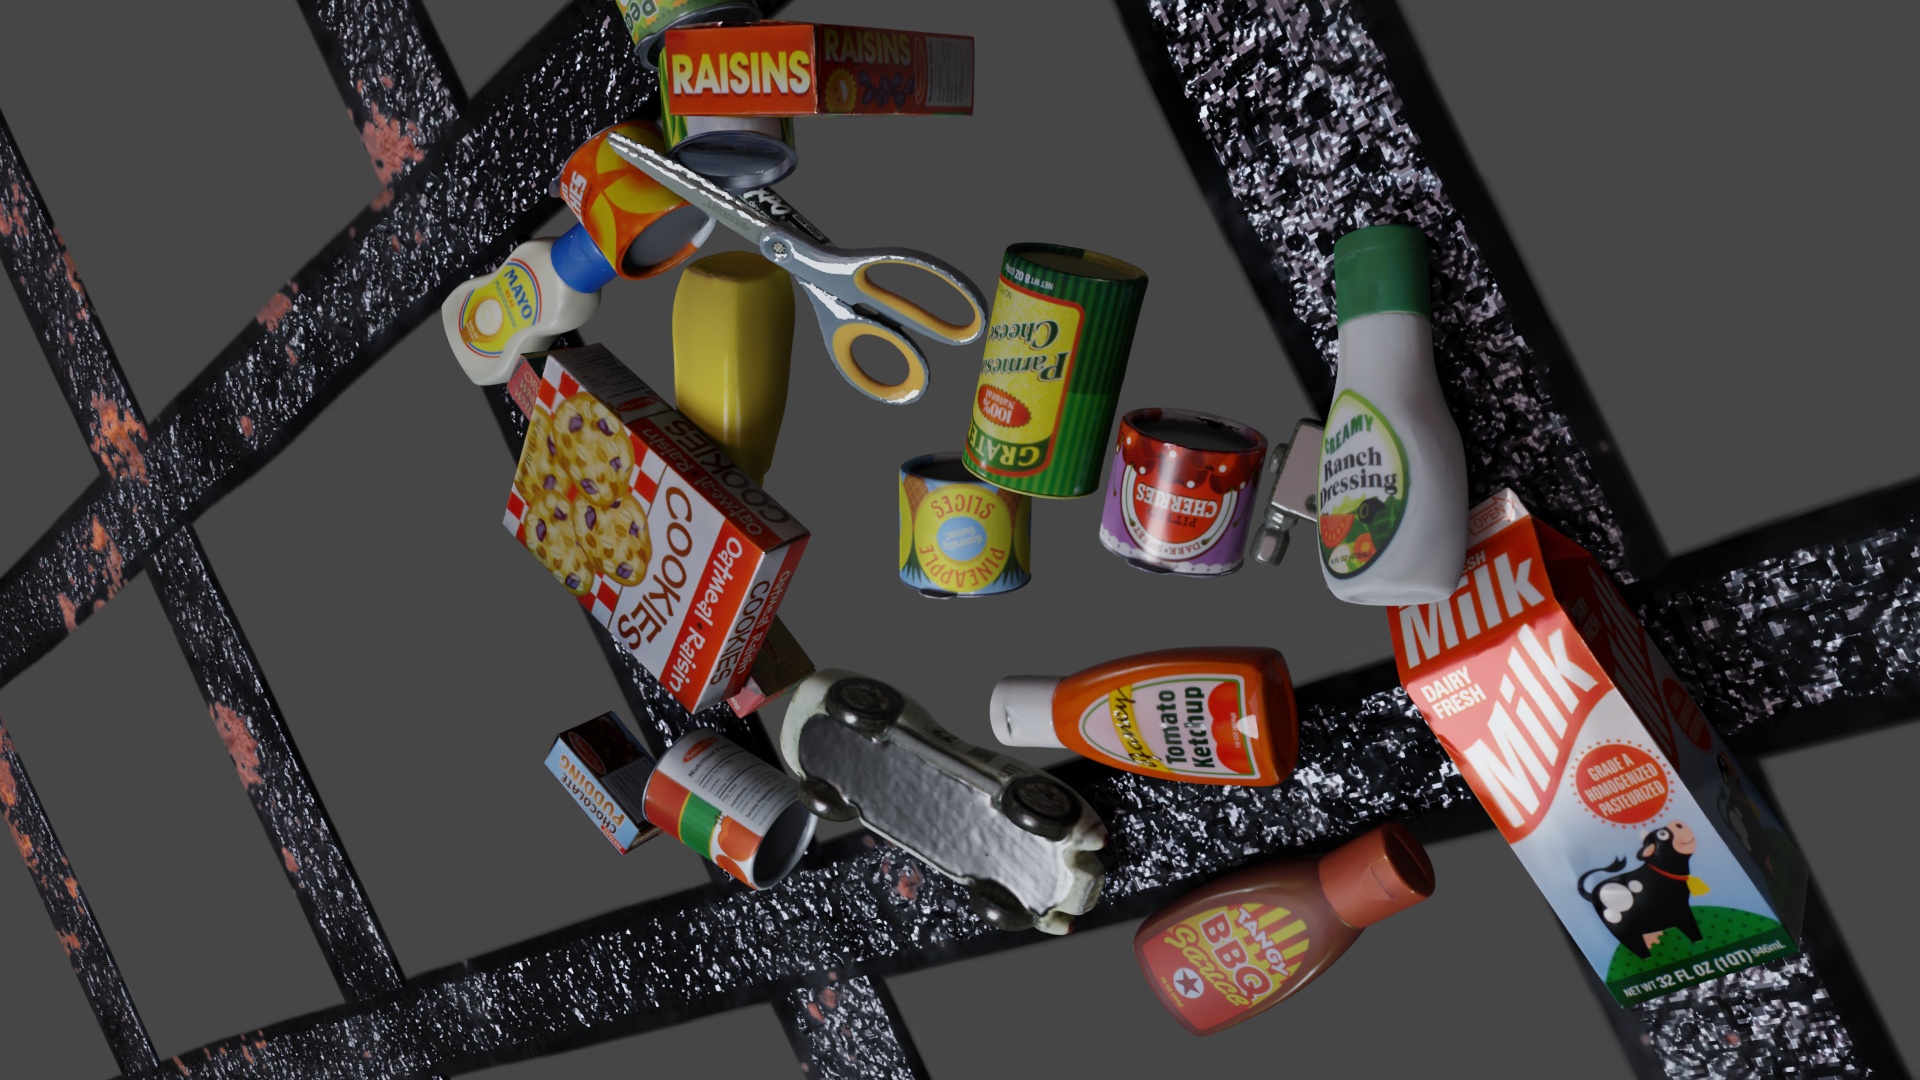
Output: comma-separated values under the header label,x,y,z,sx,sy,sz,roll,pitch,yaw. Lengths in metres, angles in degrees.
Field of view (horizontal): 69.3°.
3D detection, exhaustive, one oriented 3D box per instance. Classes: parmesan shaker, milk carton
label,x,y,z,sx,sy,sz,roll,pitch,yaw
parmesan shaker,0.041,-0.080,0.641,0.071,0.071,0.102,23,115,26
milk carton,0.243,0.075,0.549,0.072,0.074,0.190,-38,82,35

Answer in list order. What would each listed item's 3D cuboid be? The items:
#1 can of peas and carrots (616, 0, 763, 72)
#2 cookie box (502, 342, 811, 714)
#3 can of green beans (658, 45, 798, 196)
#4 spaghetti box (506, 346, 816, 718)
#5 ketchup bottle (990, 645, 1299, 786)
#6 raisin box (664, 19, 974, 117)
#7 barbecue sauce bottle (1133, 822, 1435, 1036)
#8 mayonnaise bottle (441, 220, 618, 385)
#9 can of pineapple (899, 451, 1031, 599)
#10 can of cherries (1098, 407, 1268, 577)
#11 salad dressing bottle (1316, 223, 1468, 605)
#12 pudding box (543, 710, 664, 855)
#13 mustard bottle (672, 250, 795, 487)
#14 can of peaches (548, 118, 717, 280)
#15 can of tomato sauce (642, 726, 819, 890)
label,x,y,z,sx,sy,sz,roll,pitch,yaw
can of peas and carrots,-0.143,-0.278,0.699,0.070,0.071,0.058,-23,90,36
cookie box,-0.167,-0.007,0.747,0.168,0.040,0.122,41,126,17
can of green beans,-0.117,-0.215,0.695,0.071,0.071,0.058,-13,77,35
spaghetti box,-0.177,-0.010,0.812,0.028,0.050,0.250,-44,79,33
ketchup bottle,0.086,0.083,0.673,0.148,0.044,0.064,-4,102,34
raisin box,-0.061,-0.213,0.632,0.086,0.124,0.040,11,110,31
barbecue sauce bottle,0.153,0.180,0.656,0.148,0.044,0.065,-40,80,34
mayonnaise bottle,-0.249,-0.147,0.824,0.147,0.041,0.065,-25,88,36
can of pineapple,0.002,-0.009,0.684,0.071,0.071,0.057,10,109,31
can of cherries,0.098,-0.022,0.616,0.071,0.072,0.058,20,114,27
salad dressing bottle,0.169,-0.050,0.550,0.064,0.044,0.148,156,118,-64
pudding box,-0.219,0.154,0.888,0.084,0.050,0.030,46,122,13
mustard bottle,-0.125,-0.074,0.753,0.049,0.065,0.159,20,119,23
can of peaches,-0.175,-0.182,0.749,0.071,0.071,0.058,-42,81,34
can of tomato sauce,-0.135,0.160,0.825,0.083,0.071,0.071,26,117,24
